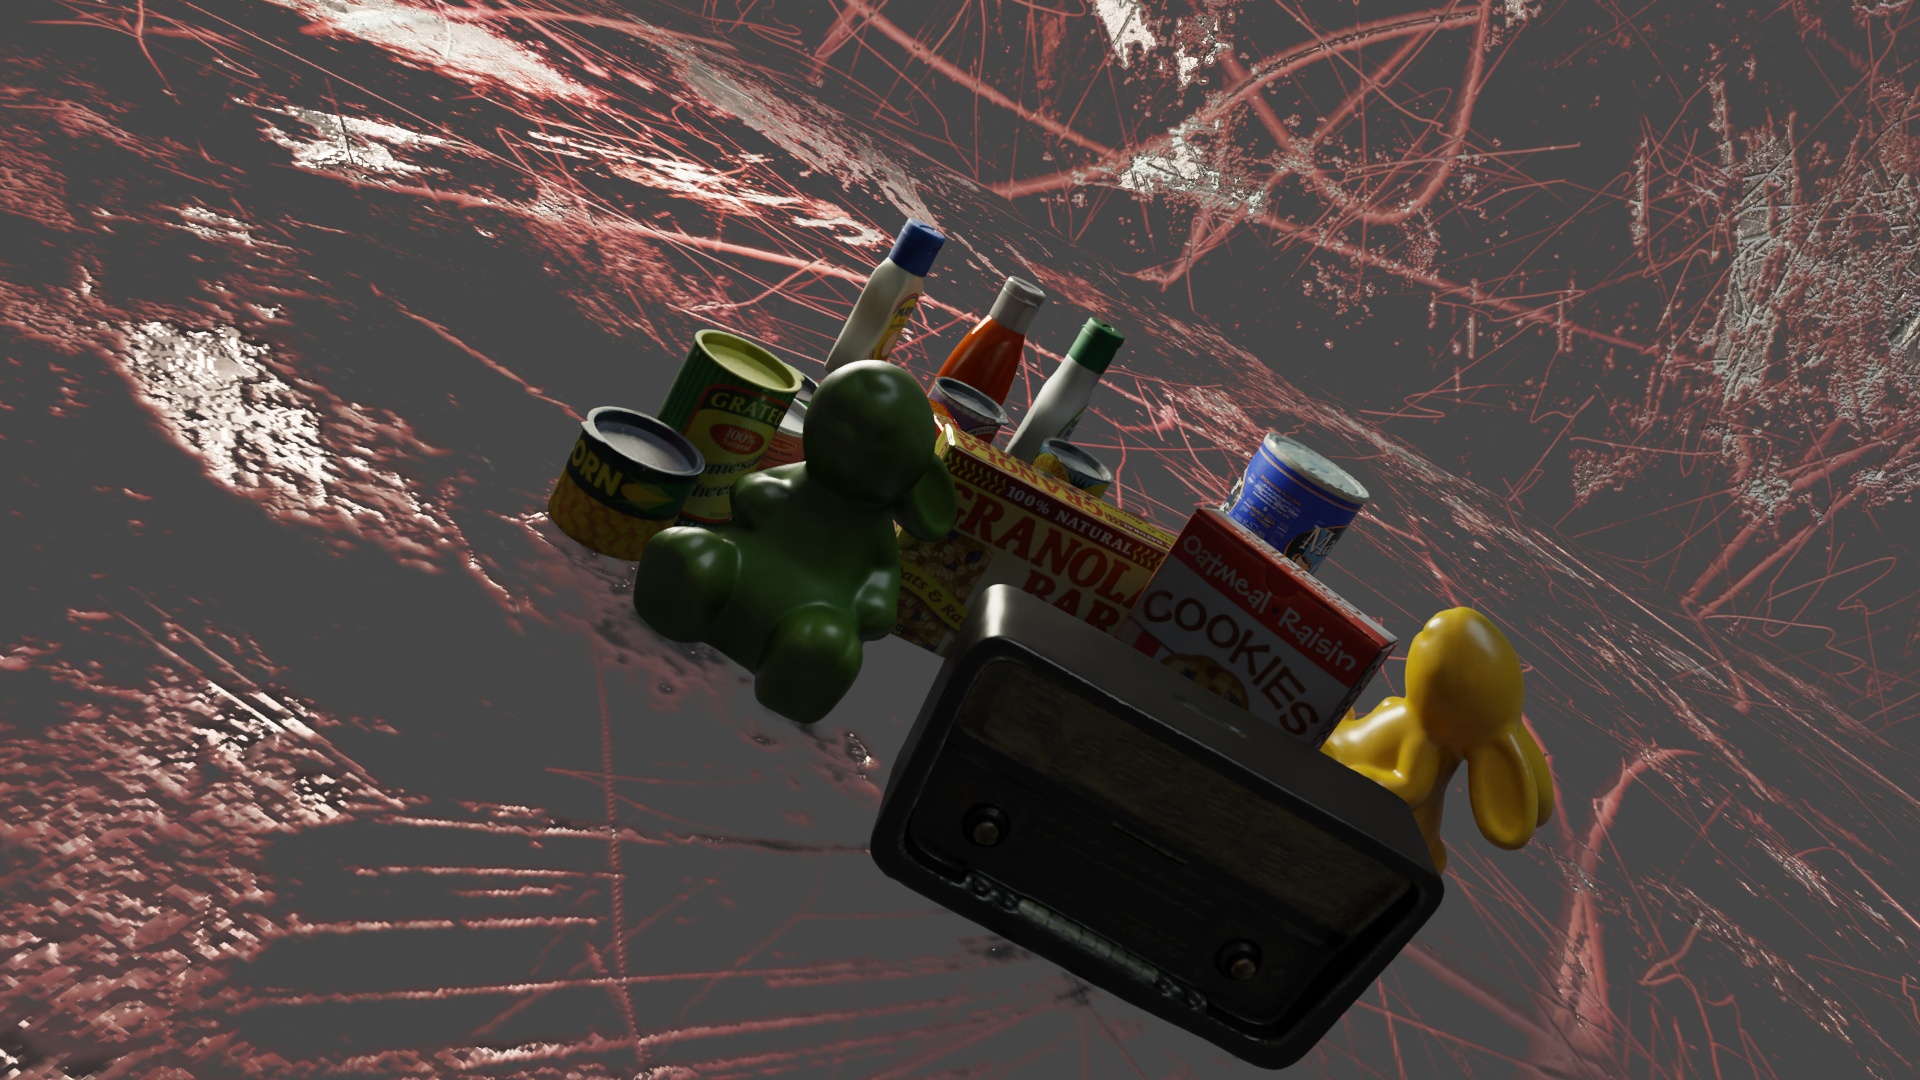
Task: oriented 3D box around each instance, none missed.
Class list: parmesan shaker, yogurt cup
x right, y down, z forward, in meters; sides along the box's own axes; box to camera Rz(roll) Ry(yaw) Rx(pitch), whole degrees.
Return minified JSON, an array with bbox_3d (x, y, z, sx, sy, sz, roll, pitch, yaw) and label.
[{"bbox_3d":[-0.142,-0.061,0.808,0.071,0.102,0.071,27,20,-10],"label":"parmesan shaker"},{"bbox_3d":[-0.131,-0.066,0.909,0.072,0.053,0.073,27,20,-10],"label":"yogurt cup"}]

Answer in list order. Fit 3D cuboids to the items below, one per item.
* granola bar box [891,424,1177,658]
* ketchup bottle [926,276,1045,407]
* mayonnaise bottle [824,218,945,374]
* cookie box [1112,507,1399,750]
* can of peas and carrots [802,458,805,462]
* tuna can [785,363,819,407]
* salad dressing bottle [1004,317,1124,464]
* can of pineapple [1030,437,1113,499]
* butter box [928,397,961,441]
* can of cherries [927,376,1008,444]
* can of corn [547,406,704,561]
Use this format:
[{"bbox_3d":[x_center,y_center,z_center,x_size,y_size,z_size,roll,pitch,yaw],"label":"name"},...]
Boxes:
[{"bbox_3d":[0.036,0.022,0.830,0.165,0.123,0.039,25,20,-14],"label":"granola bar box"},{"bbox_3d":[0.023,-0.156,1.204,0.065,0.148,0.044,19,22,-31],"label":"ketchup bottle"},{"bbox_3d":[-0.063,-0.204,1.200,0.041,0.147,0.065,35,20,13],"label":"mayonnaise bottle"},{"bbox_3d":[0.139,0.084,0.762,0.123,0.167,0.040,39,21,23],"label":"cookie box"},{"bbox_3d":[-0.083,-0.072,0.985,0.071,0.058,0.071,27,20,-10],"label":"can of peas and carrots"},{"bbox_3d":[-0.134,-0.106,1.033,0.071,0.032,0.071,27,20,-10],"label":"tuna can"},{"bbox_3d":[0.093,-0.126,1.234,0.044,0.147,0.064,33,19,8],"label":"salad dressing bottle"},{"bbox_3d":[0.084,-0.045,1.158,0.071,0.057,0.071,27,20,-10],"label":"can of pineapple"},{"bbox_3d":[-0.020,-0.066,1.069,0.024,0.053,0.104,20,22,-28],"label":"butter box"},{"bbox_3d":[-0.003,-0.092,1.149,0.071,0.058,0.072,27,20,-10],"label":"can of cherries"},{"bbox_3d":[-0.182,-0.030,0.745,0.071,0.058,0.071,27,20,-10],"label":"can of corn"}]
